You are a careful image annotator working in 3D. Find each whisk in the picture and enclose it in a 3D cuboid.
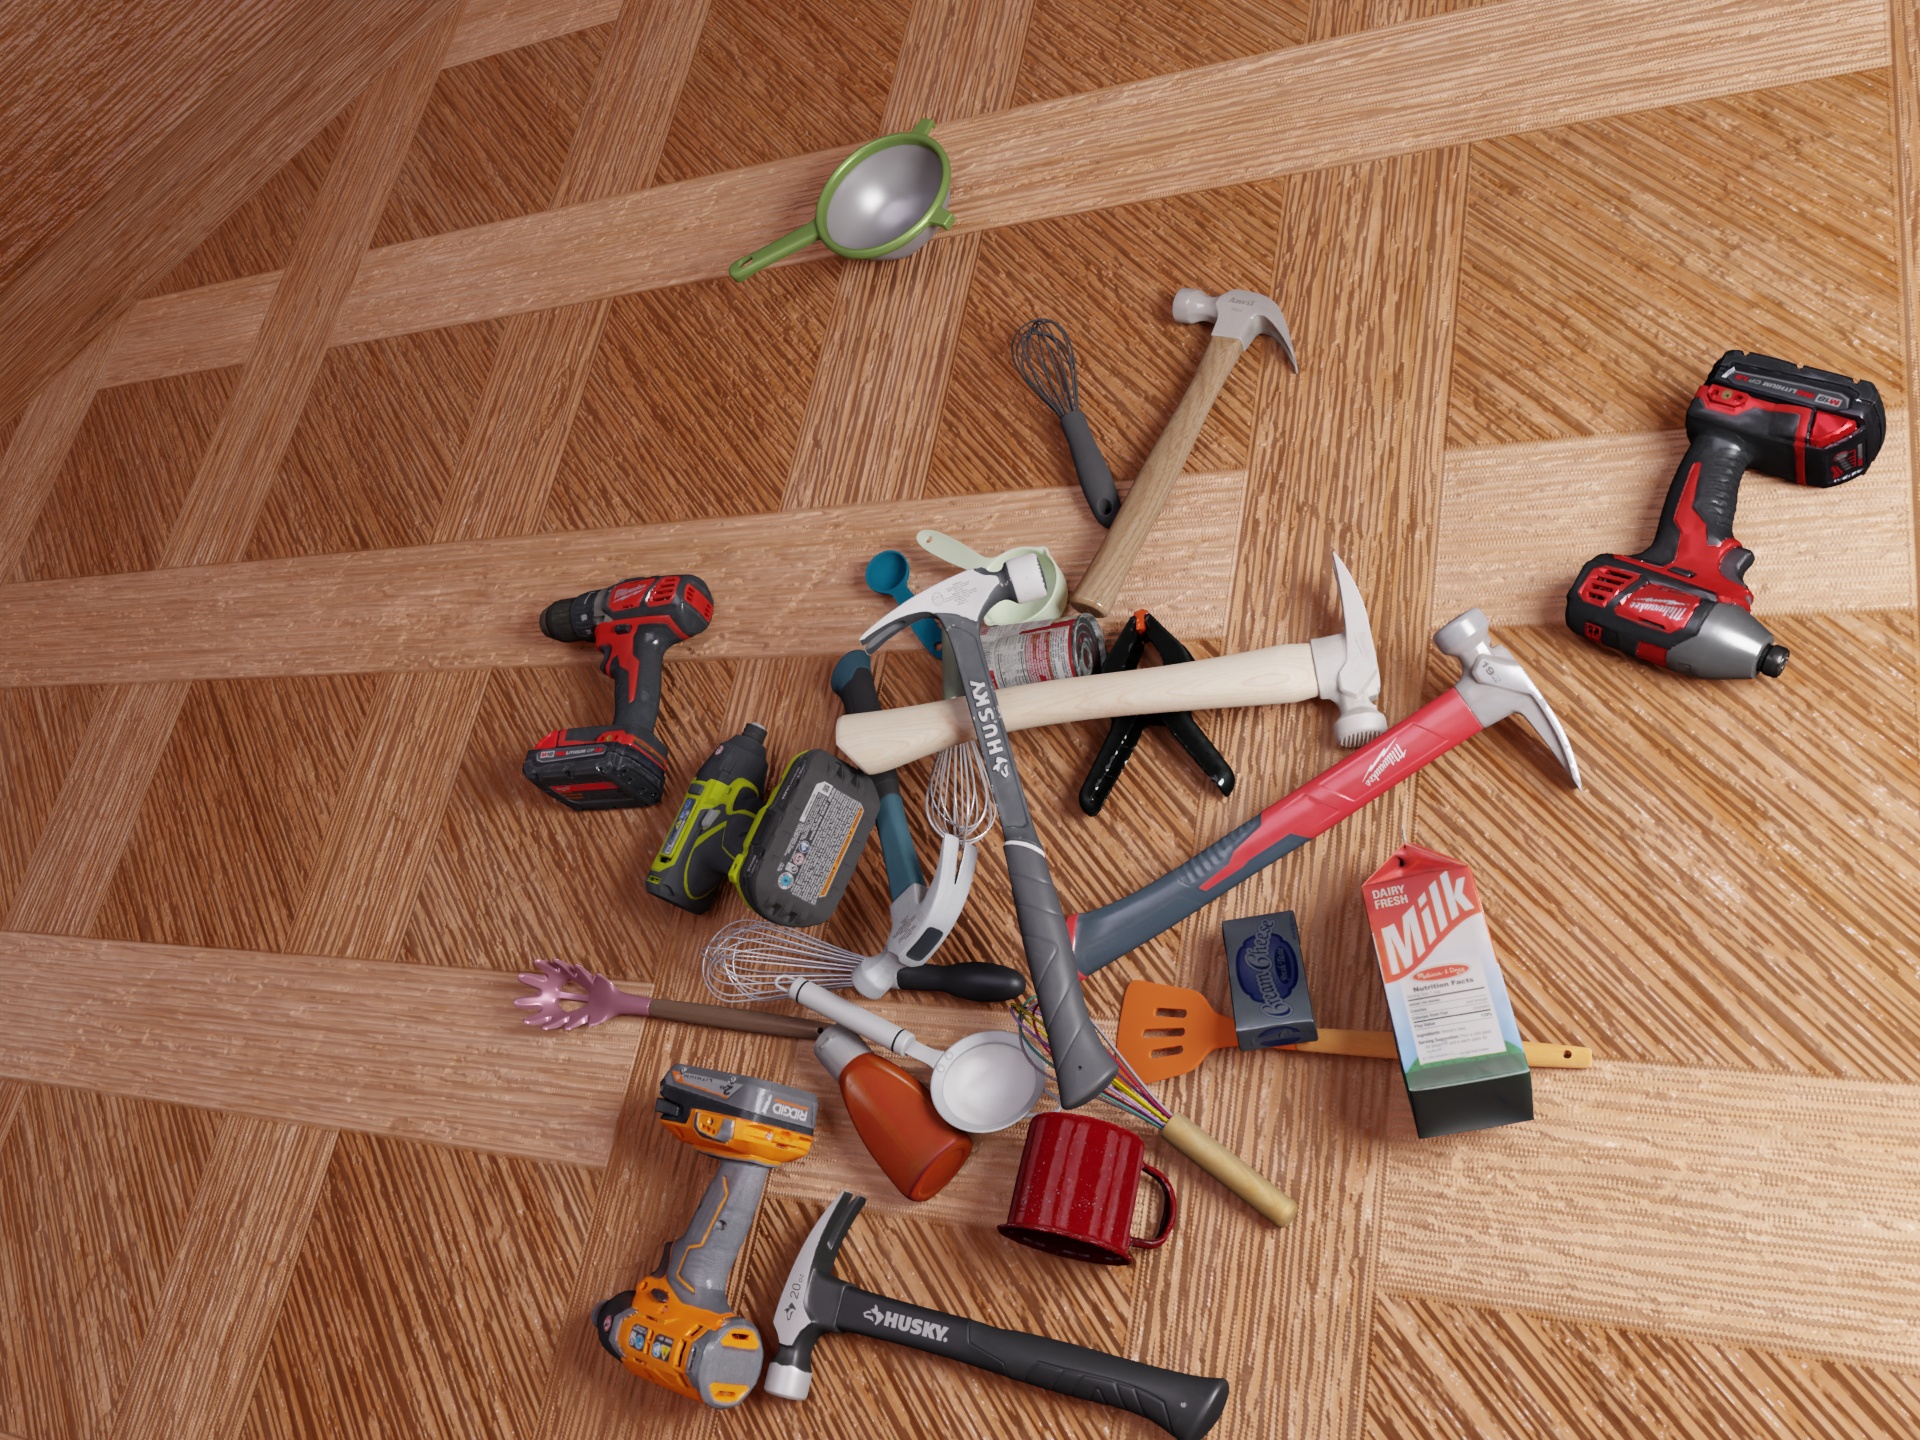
[{"bbox_3d":[-0.082,0.199,1.253,0.285,0.070,0.070,1,66,24],"label":"whisk"},{"bbox_3d":[0.096,-0.263,1.402,0.055,0.055,0.239,-26,60,15],"label":"whisk"},{"bbox_3d":[0.129,0.266,1.102,0.245,0.047,0.051,34,48,28],"label":"whisk"},{"bbox_3d":[-0.002,-0.004,1.323,0.057,0.059,0.247,5,57,-10],"label":"whisk"}]

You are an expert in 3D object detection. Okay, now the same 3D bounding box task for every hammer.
[{"bbox_3d":[0.021,0.423,1.088,0.335,0.035,0.146,3,67,30],"label":"hammer"},{"bbox_3d":[0.035,0.076,1.149,0.149,0.036,0.409,-16,68,5],"label":"hammer"},{"bbox_3d":[0.241,0.087,1.130,0.386,0.038,0.143,-36,81,15],"label":"hammer"},{"bbox_3d":[-0.063,0.060,1.283,0.128,0.033,0.331,-44,38,23],"label":"hammer"},{"bbox_3d":[0.105,-0.027,1.211,0.410,0.038,0.146,-8,70,10],"label":"hammer"},{"bbox_3d":[0.180,-0.227,1.331,0.130,0.031,0.331,17,69,33],"label":"hammer"}]

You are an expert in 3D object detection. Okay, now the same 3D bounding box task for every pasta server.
[{"bbox_3d":[-0.239,0.242,1.324,0.316,0.040,0.060,2,78,28],"label":"pasta server"}]

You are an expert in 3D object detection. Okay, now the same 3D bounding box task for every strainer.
[{"bbox_3d":[-0.035,0.245,1.188,0.258,0.050,0.087,22,53,25],"label":"strainer"},{"bbox_3d":[-0.113,-0.494,1.621,0.256,0.069,0.152,-21,59,19],"label":"strainer"}]

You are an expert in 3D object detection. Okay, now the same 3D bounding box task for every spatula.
[{"bbox_3d":[0.255,0.219,1.078,0.323,0.041,0.081,-1,66,24],"label":"spatula"}]

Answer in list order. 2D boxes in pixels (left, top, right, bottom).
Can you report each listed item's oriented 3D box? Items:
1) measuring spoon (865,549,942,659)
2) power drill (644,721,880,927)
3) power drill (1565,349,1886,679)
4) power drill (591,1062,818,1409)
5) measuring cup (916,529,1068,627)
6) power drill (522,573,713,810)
[{"bbox_3d":[-0.041,-0.099,1.412,0.042,0.021,0.129,-37,63,6],"label":"measuring spoon"},{"bbox_3d":[-0.166,0.083,1.308,0.223,0.080,0.171,3,66,56],"label":"power drill"},{"bbox_3d":[0.527,-0.131,1.081,0.143,0.078,0.220,29,84,36],"label":"power drill"},{"bbox_3d":[-0.201,0.381,1.200,0.164,0.084,0.227,-2,67,41],"label":"power drill"},{"bbox_3d":[0.025,-0.124,1.373,0.168,0.038,0.083,32,83,39],"label":"measuring cup"},{"bbox_3d":[-0.339,-0.033,1.501,0.188,0.080,0.227,-5,60,26],"label":"power drill"}]
